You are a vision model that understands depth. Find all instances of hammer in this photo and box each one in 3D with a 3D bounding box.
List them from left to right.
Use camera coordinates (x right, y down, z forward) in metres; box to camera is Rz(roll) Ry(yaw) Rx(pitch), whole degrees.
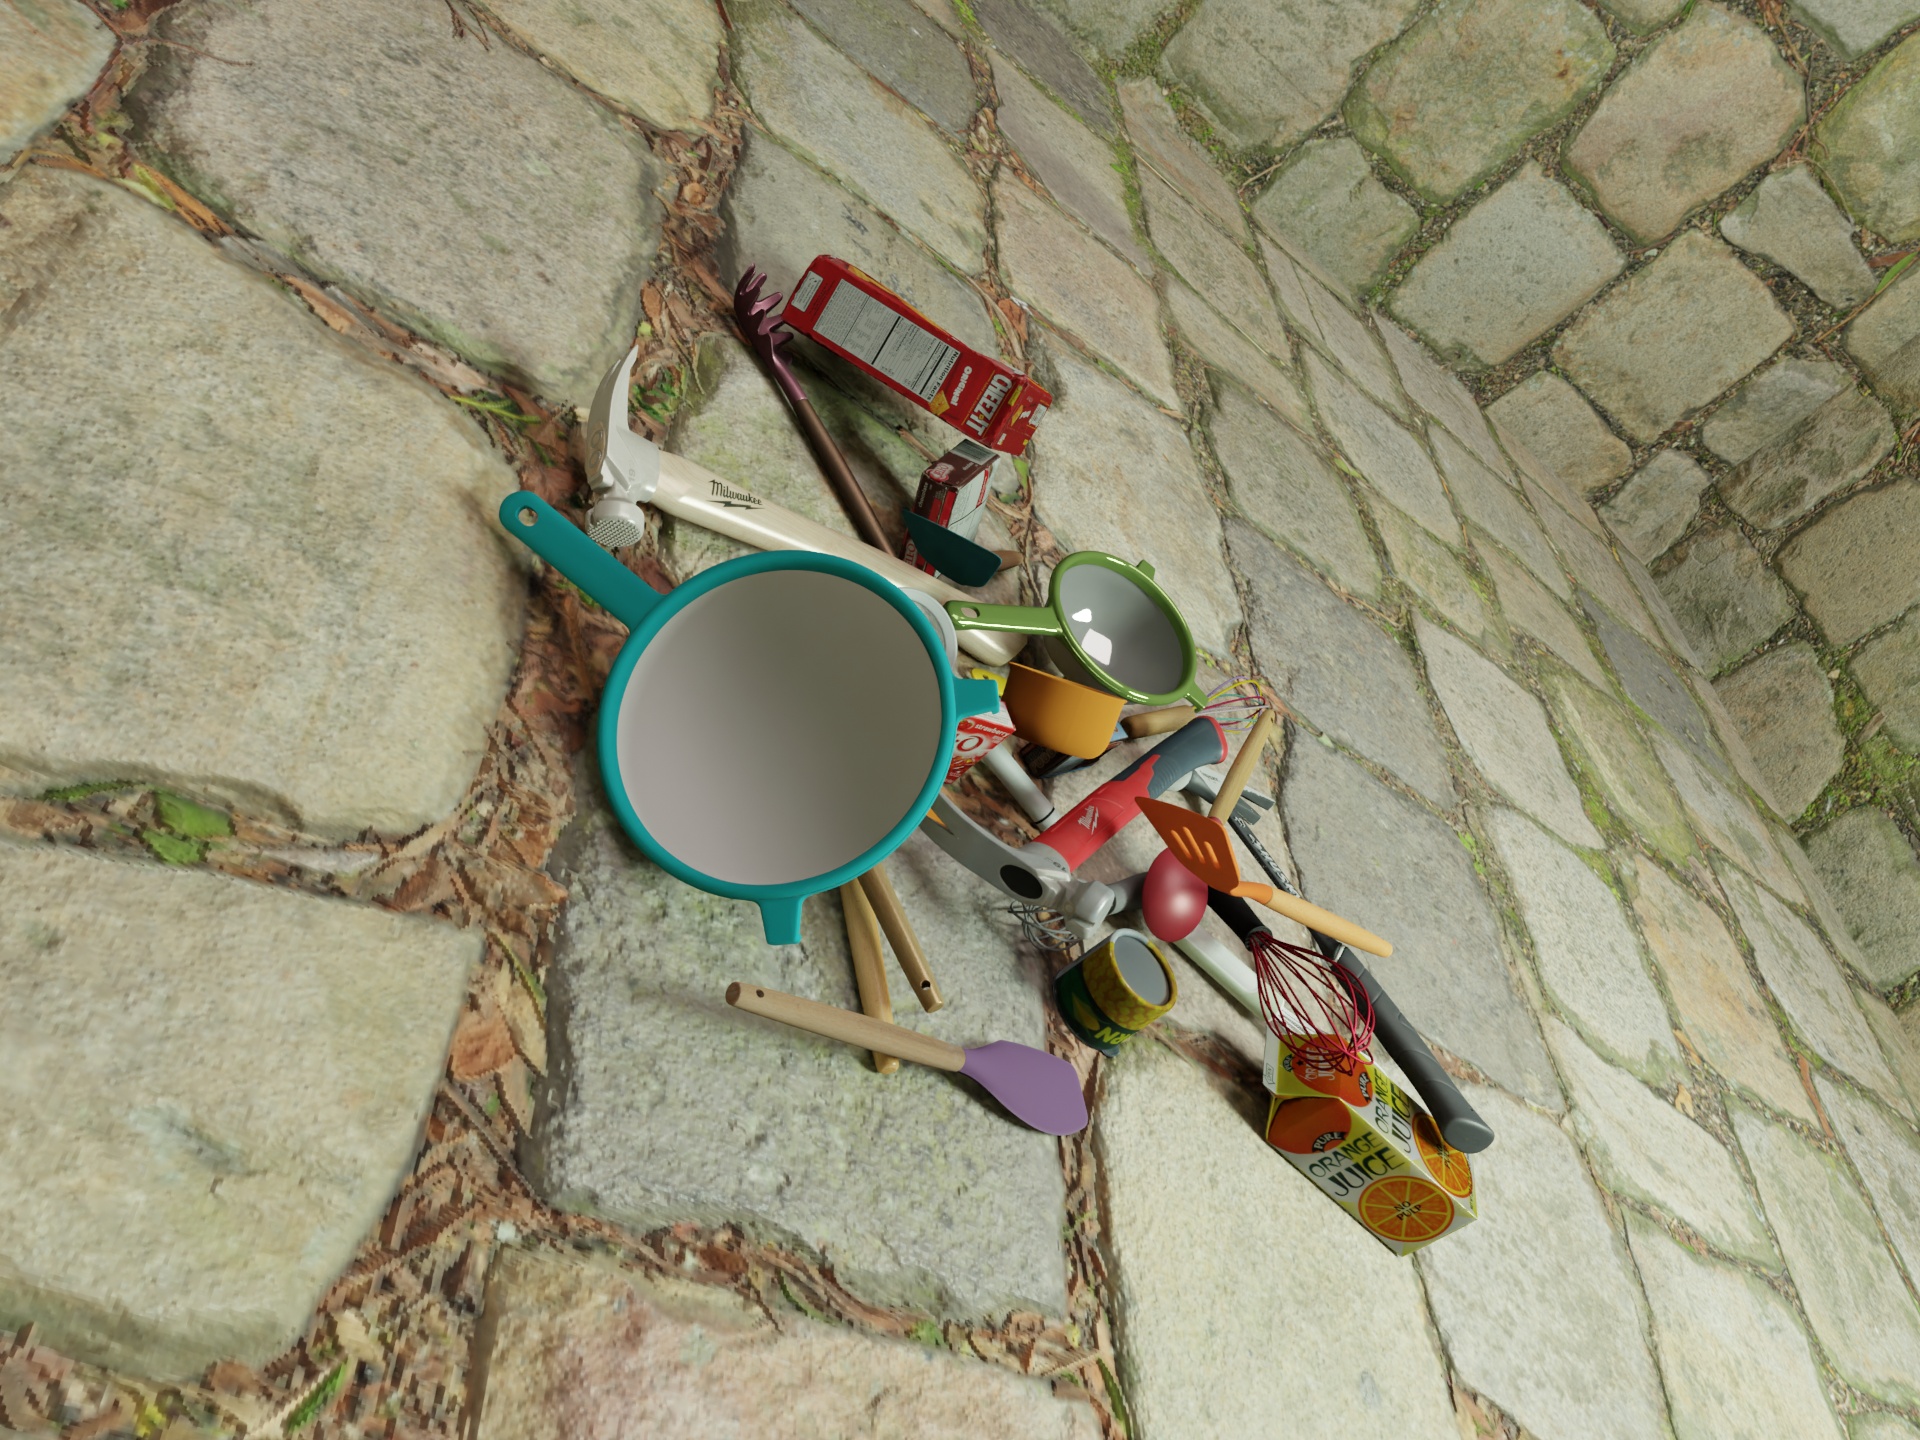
[{"bbox_3d":[-0.099,-0.136,1.197,0.410,0.038,0.146,22,56,-41],"label":"hammer"},{"bbox_3d":[0.111,0.050,1.211,0.143,0.038,0.386,32,26,16],"label":"hammer"},{"bbox_3d":[0.298,0.179,1.300,0.149,0.036,0.409,19,29,-44],"label":"hammer"}]

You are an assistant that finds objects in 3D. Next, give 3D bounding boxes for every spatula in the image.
[{"bbox_3d":[-0.018,0.198,0.943,0.315,0.018,0.060,29,38,-43],"label":"spatula"},{"bbox_3d":[0.020,-0.136,1.296,0.082,0.044,0.317,27,12,9],"label":"spatula"},{"bbox_3d":[0.245,0.128,1.193,0.322,0.041,0.081,26,-6,-42],"label":"spatula"}]

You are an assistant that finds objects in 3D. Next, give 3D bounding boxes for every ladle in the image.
[{"bbox_3d":[-0.084,0.039,1.003,0.062,0.078,0.320,84,-20,-63],"label":"ladle"},{"bbox_3d":[0.214,0.072,1.298,0.069,0.031,0.315,63,35,-19],"label":"ladle"}]

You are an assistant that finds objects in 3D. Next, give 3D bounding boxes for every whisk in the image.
[{"bbox_3d":[0.109,0.132,1.181,0.239,0.055,0.055,-2,57,-57],"label":"whisk"},{"bbox_3d":[0.222,-0.002,1.480,0.245,0.047,0.051,-10,51,-50],"label":"whisk"},{"bbox_3d":[0.232,0.174,1.198,0.073,0.073,0.296,34,9,-23],"label":"whisk"},{"bbox_3d":[0.252,0.233,1.251,0.246,0.059,0.058,42,59,-4],"label":"whisk"}]

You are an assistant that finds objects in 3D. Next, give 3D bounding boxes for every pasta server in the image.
[{"bbox_3d":[-0.115,-0.247,1.325,0.316,0.040,0.060,61,13,17],"label":"pasta server"}]

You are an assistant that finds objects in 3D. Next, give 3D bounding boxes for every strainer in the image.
[{"bbox_3d":[-0.149,-0.025,0.969,0.340,0.211,0.095,38,-10,19],"label":"strainer"},{"bbox_3d":[-0.002,-0.004,1.196,0.087,0.050,0.258,-44,100,-24],"label":"strainer"},{"bbox_3d":[0.077,-0.064,1.296,0.256,0.069,0.152,2,58,-36],"label":"strainer"}]

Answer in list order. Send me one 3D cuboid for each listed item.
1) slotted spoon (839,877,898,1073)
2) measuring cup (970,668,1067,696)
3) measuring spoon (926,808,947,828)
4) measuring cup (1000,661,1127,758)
[{"bbox_3d":[-0.071,0.082,1.026,0.070,0.031,0.314,12,47,-31],"label":"slotted spoon"},{"bbox_3d":[0.069,-0.025,1.317,0.156,0.029,0.062,18,42,-44],"label":"measuring cup"},{"bbox_3d":[-0.026,0.063,1.122,0.116,0.011,0.021,33,35,-18],"label":"measuring spoon"},{"bbox_3d":[0.062,-0.010,1.209,0.095,0.052,0.174,17,2,-14],"label":"measuring cup"}]
